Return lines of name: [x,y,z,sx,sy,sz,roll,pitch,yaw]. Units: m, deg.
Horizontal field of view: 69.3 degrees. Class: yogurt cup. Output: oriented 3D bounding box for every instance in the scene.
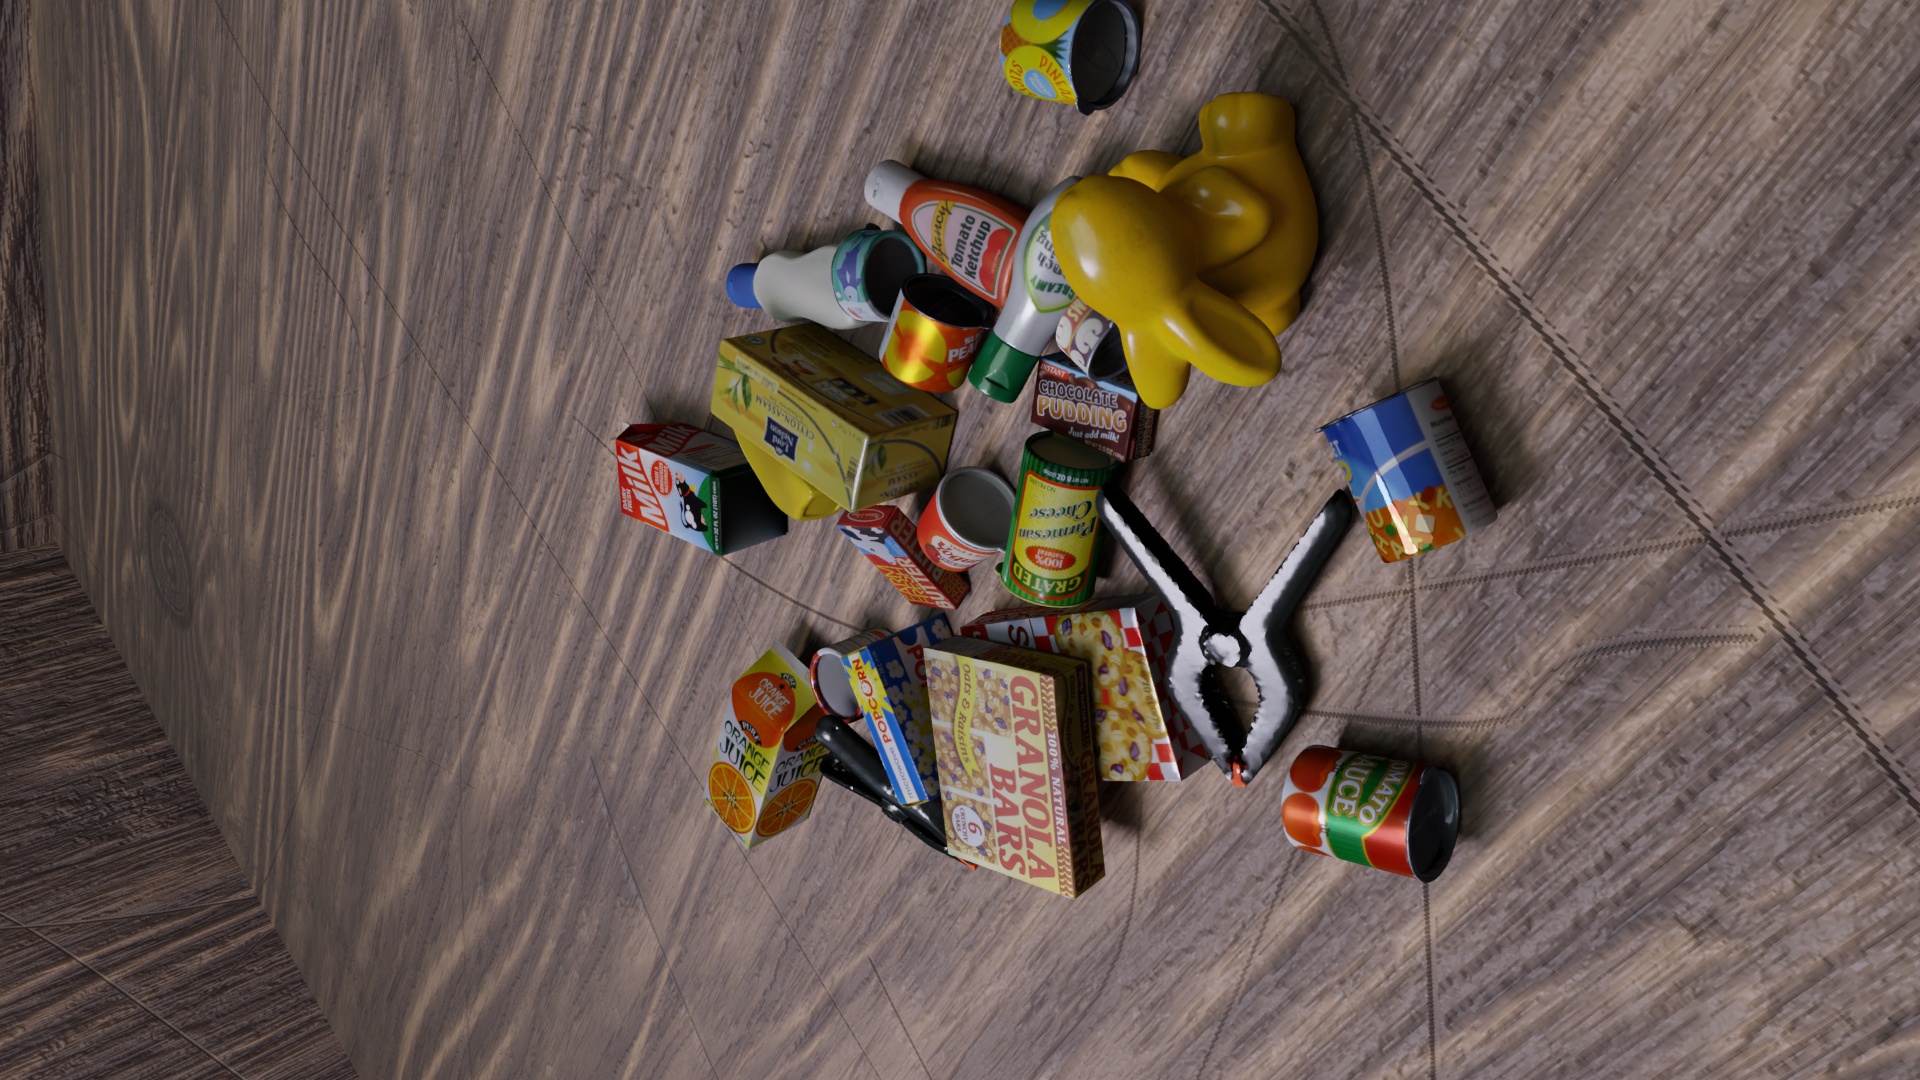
yogurt cup: [0.004,-0.013,1.006,0.072,0.073,0.053,59,144,11]

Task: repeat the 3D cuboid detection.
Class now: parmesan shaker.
parmesan shaker: [0.064,-0.016,0.938,0.071,0.071,0.102,29,124,34]

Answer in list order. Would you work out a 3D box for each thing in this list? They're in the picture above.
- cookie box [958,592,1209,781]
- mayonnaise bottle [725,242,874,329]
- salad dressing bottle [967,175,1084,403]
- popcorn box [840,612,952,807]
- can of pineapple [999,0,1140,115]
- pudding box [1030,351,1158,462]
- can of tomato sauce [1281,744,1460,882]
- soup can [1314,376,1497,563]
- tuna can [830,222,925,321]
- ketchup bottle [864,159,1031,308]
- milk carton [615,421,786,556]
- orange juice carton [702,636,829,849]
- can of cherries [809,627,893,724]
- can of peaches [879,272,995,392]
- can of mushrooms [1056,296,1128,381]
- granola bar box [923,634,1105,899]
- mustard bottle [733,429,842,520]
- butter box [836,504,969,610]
cookie box: [0.084,0.107,0.985,0.167,0.040,0.122,-10,98,45]
mayonnaise bottle: [-0.125,-0.199,1.082,0.148,0.041,0.064,11,111,43]
salad dressing bottle: [0.054,-0.158,0.890,0.064,0.044,0.147,26,113,-7]
popcorn box: [-0.029,0.131,1.073,0.038,0.085,0.126,-24,87,48]
can of pineapple: [0.065,-0.296,0.837,0.058,0.071,0.070,25,121,38]
pudding box: [0.089,-0.090,0.916,0.084,0.030,0.049,28,121,35]
can of tomato sauce: [0.243,0.159,0.826,0.083,0.071,0.071,6,108,44]
soup can: [0.242,-0.037,0.757,0.071,0.071,0.084,-26,86,46]
tuna can: [-0.058,-0.193,1.000,0.033,0.071,0.071,11,112,41]
ketchup bottle: [-0.004,-0.217,0.953,0.149,0.044,0.064,37,123,31]
milk carton: [-0.242,-0.052,1.227,0.191,0.074,0.072,21,119,39]
orange juice carton: [-0.164,0.176,1.232,0.072,0.073,0.191,41,129,28]
can of cherries: [-0.081,0.113,1.138,0.071,0.058,0.071,17,116,40]
can of peaches: [-0.017,-0.144,0.976,0.071,0.071,0.057,44,131,25]
can of mushrooms: [0.094,-0.135,0.866,0.033,0.071,0.070,49,133,22]
granola bar box: [0.039,0.157,0.989,0.124,0.039,0.165,8,111,43]
mustard bottle: [-0.150,-0.087,1.134,0.160,0.065,0.048,54,129,24]
butter box: [-0.042,0.012,1.048,0.053,0.024,0.103,3,144,45]
